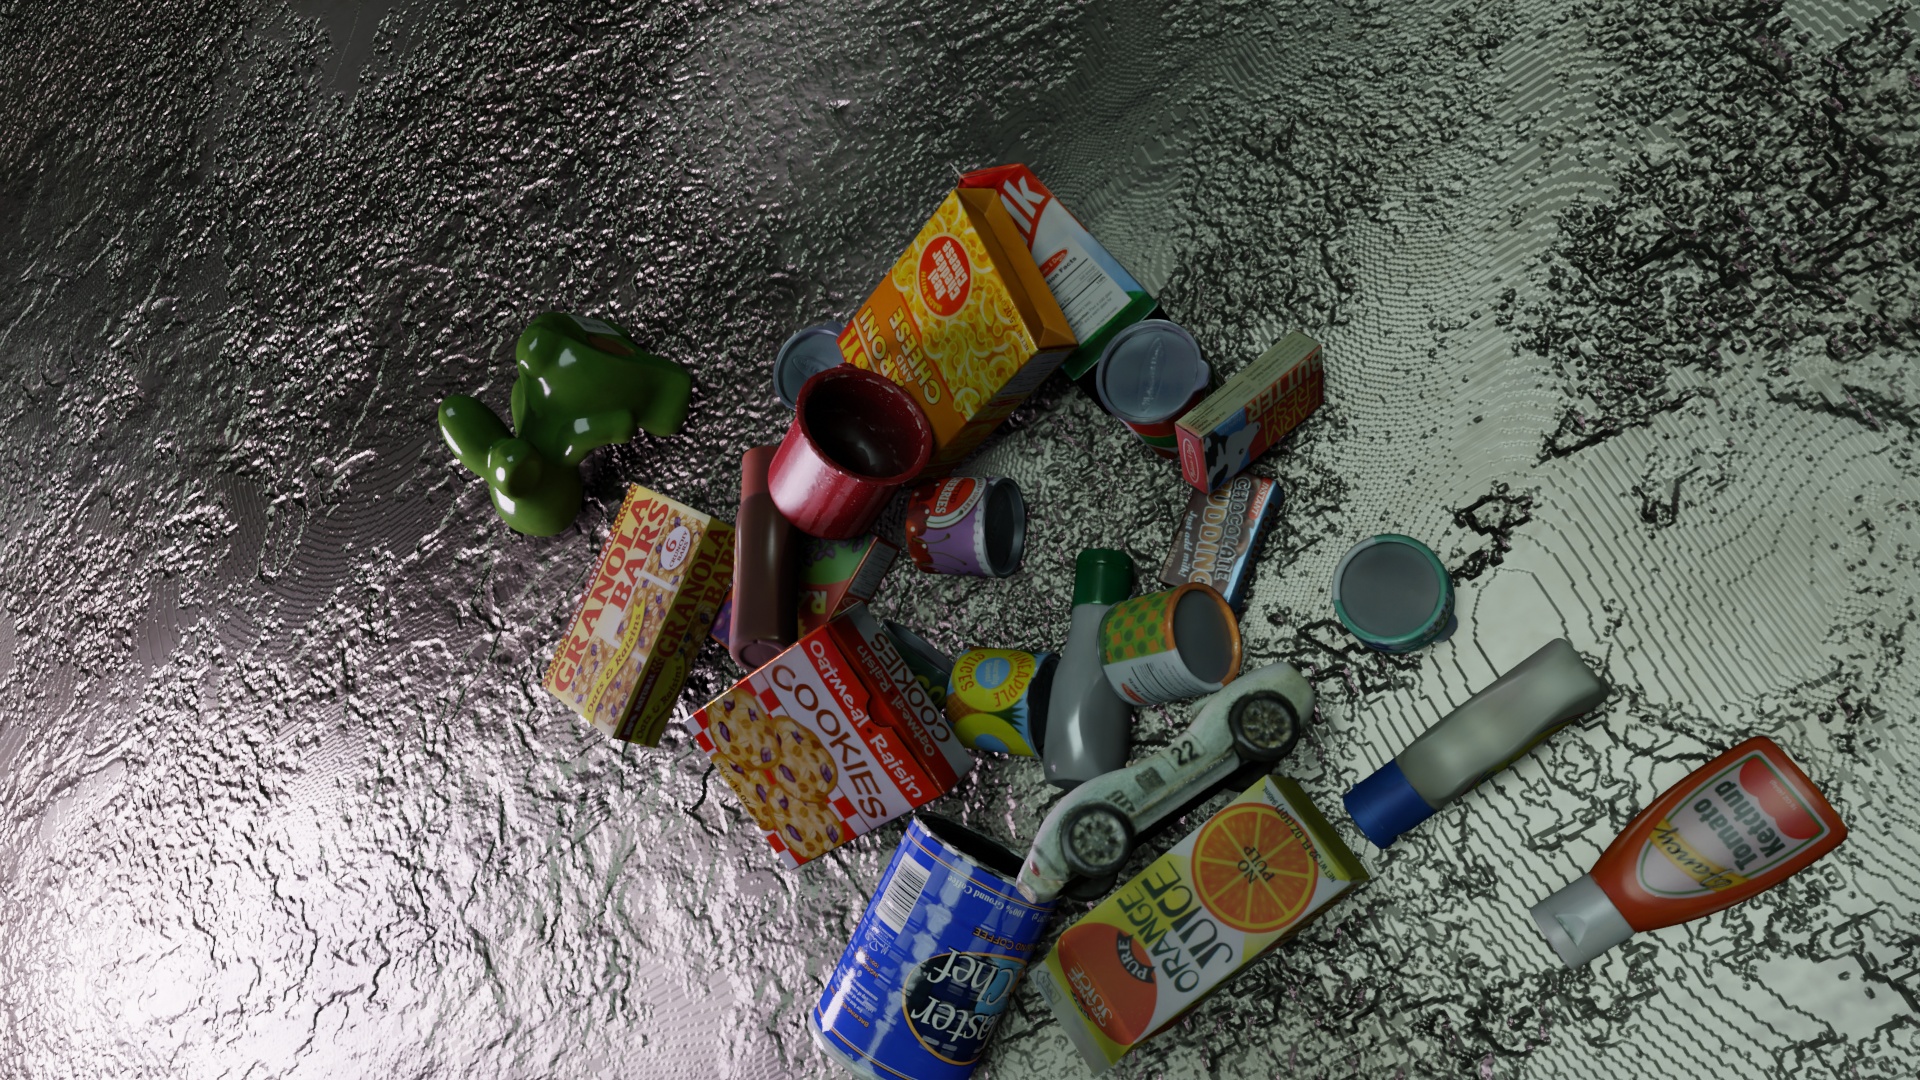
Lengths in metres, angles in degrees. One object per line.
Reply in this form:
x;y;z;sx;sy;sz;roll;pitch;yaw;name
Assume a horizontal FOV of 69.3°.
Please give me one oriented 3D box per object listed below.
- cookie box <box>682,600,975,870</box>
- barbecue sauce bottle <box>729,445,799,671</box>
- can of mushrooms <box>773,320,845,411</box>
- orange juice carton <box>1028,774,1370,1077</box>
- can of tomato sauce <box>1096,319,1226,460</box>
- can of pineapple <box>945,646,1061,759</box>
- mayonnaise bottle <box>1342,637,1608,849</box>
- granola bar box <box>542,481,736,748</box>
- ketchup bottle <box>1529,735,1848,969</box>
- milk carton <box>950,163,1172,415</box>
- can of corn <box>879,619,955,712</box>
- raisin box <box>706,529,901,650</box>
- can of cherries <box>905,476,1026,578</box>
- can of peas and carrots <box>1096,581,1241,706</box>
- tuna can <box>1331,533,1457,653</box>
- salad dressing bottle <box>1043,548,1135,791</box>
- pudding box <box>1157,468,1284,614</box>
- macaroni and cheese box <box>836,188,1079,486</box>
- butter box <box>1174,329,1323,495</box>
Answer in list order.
-0.086;0.126;0.868;0.166;0.040;0.123;-34;91;41;cookie box
-0.130;0.009;0.930;0.044;0.064;0.149;-2;64;0;barbecue sauce bottle
-0.098;-0.122;1.010;0.071;0.033;0.071;-7;73;24;can of mushrooms
0.129;0.219;0.787;0.192;0.073;0.072;-41;65;11;orange juice carton
0.131;-0.092;0.866;0.071;0.083;0.071;-7;74;23;can of tomato sauce
0.030;0.100;0.869;0.058;0.071;0.071;3;78;26;can of pineapple
0.278;0.112;0.756;0.148;0.065;0.041;-41;67;15;mayonnaise bottle
-0.228;0.051;0.999;0.124;0.039;0.165;19;84;48;granola bar box
0.365;0.165;0.709;0.148;0.043;0.065;-37;64;12;ketchup bottle
0.059;-0.181;0.932;0.073;0.072;0.191;-42;64;9;milk carton
-0.038;0.095;0.903;0.071;0.071;0.058;38;95;28;can of corn
-0.110;0.035;0.969;0.086;0.040;0.123;31;91;28;raisin box
0.003;-0.011;0.911;0.058;0.071;0.071;3;77;27;can of cherries
0.125;0.060;0.827;0.058;0.071;0.071;-21;66;47;can of peas and carrots
0.252;0.032;0.804;0.071;0.033;0.071;-7;73;24;tuna can
0.083;0.079;0.858;0.044;0.064;0.148;-6;65;34;salad dressing bottle
0.162;-0.002;0.858;0.050;0.030;0.083;21;86;27;pudding box
-0.009;-0.130;0.914;0.165;0.040;0.124;-43;66;45;macaroni and cheese box
0.176;-0.078;0.838;0.104;0.053;0.024;-38;52;-16;butter box
